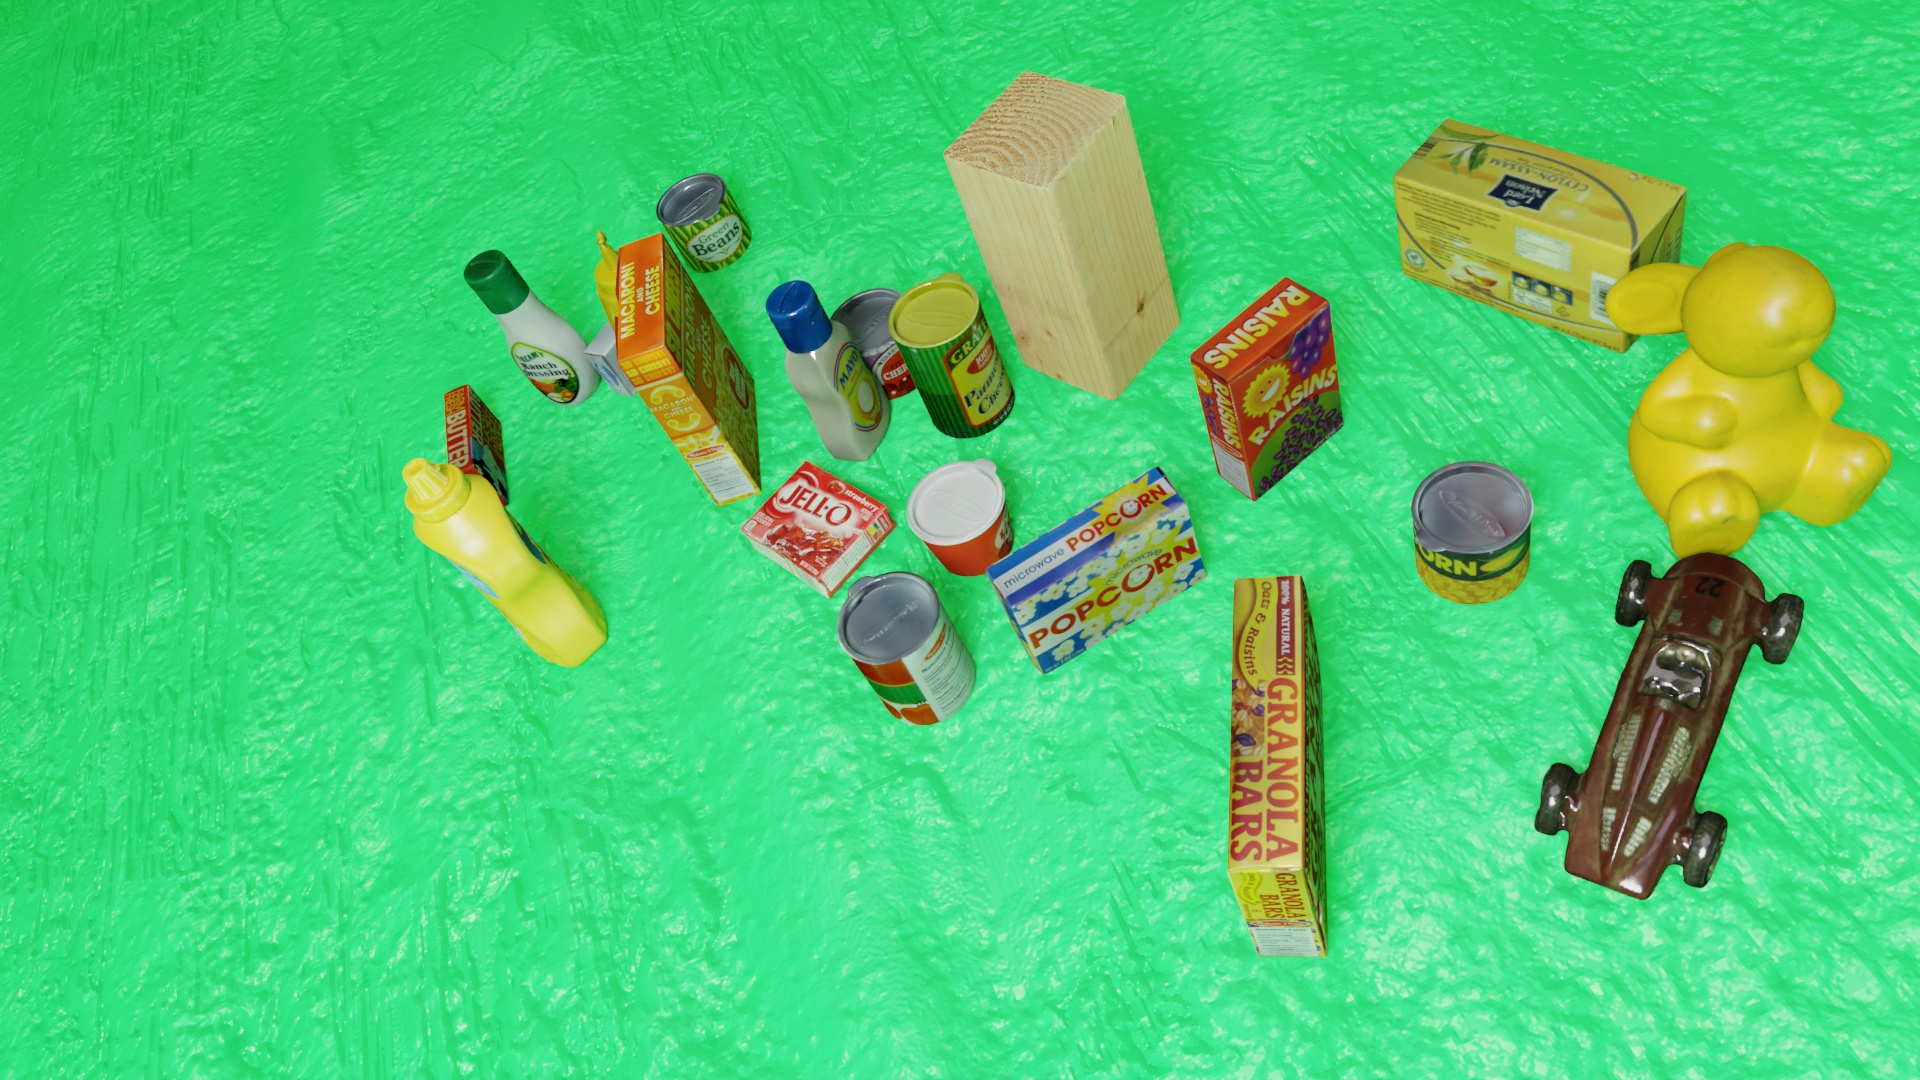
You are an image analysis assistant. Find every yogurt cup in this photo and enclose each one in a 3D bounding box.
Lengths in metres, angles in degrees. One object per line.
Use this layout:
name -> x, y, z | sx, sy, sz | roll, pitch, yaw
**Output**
yogurt cup -> 0.003, -0.012, 0.941 | 0.072, 0.053, 0.073 | -10, 52, 13

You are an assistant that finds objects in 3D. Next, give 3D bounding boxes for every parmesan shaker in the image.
parmesan shaker -> -0.003, -0.131, 1.000 | 0.071, 0.102, 0.071 | -10, 52, 13

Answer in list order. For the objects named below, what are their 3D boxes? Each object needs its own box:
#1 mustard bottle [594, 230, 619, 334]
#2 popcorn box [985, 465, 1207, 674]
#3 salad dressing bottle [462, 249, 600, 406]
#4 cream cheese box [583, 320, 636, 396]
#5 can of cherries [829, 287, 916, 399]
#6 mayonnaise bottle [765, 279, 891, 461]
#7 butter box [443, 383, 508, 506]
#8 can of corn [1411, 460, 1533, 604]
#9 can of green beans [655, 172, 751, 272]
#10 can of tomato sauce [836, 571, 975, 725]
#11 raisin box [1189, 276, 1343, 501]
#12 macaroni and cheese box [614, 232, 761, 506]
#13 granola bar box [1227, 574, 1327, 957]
mustard bottle -> -0.247, -0.179, 1.089 | 0.065, 0.159, 0.049 | -36, 51, -7
popcorn box -> 0.086, 0.020, 0.866 | 0.127, 0.085, 0.038 | -31, 50, -4
salad dressing bottle -> -0.348, -0.172, 1.129 | 0.064, 0.147, 0.044 | 2, 56, 22
cream cheese box -> -0.267, -0.176, 1.163 | 0.024, 0.053, 0.104 | 14, 61, 29
can of cherries -> -0.060, -0.148, 1.063 | 0.071, 0.058, 0.072 | -10, 52, 13
mayonnaise bottle -> -0.095, -0.123, 0.999 | 0.041, 0.147, 0.065 | 6, 58, 24
butter box -> -0.397, -0.075, 1.136 | 0.024, 0.053, 0.104 | -24, 50, 3
can of corn -> 0.300, -0.002, 0.821 | 0.071, 0.058, 0.071 | -10, 52, 13
can of green beans -> -0.225, -0.279, 1.222 | 0.071, 0.057, 0.071 | -10, 52, 13
can of tomato sauce -> -0.034, 0.069, 0.876 | 0.071, 0.082, 0.071 | -10, 52, 13
raisin box -> 0.197, -0.094, 0.885 | 0.086, 0.123, 0.040 | -39, 51, -10
macaroni and cheese box -> -0.200, -0.124, 1.026 | 0.040, 0.165, 0.124 | -17, 51, 8
granola bar box -> 0.170, 0.120, 0.735 | 0.039, 0.123, 0.166 | -4, 54, 18
